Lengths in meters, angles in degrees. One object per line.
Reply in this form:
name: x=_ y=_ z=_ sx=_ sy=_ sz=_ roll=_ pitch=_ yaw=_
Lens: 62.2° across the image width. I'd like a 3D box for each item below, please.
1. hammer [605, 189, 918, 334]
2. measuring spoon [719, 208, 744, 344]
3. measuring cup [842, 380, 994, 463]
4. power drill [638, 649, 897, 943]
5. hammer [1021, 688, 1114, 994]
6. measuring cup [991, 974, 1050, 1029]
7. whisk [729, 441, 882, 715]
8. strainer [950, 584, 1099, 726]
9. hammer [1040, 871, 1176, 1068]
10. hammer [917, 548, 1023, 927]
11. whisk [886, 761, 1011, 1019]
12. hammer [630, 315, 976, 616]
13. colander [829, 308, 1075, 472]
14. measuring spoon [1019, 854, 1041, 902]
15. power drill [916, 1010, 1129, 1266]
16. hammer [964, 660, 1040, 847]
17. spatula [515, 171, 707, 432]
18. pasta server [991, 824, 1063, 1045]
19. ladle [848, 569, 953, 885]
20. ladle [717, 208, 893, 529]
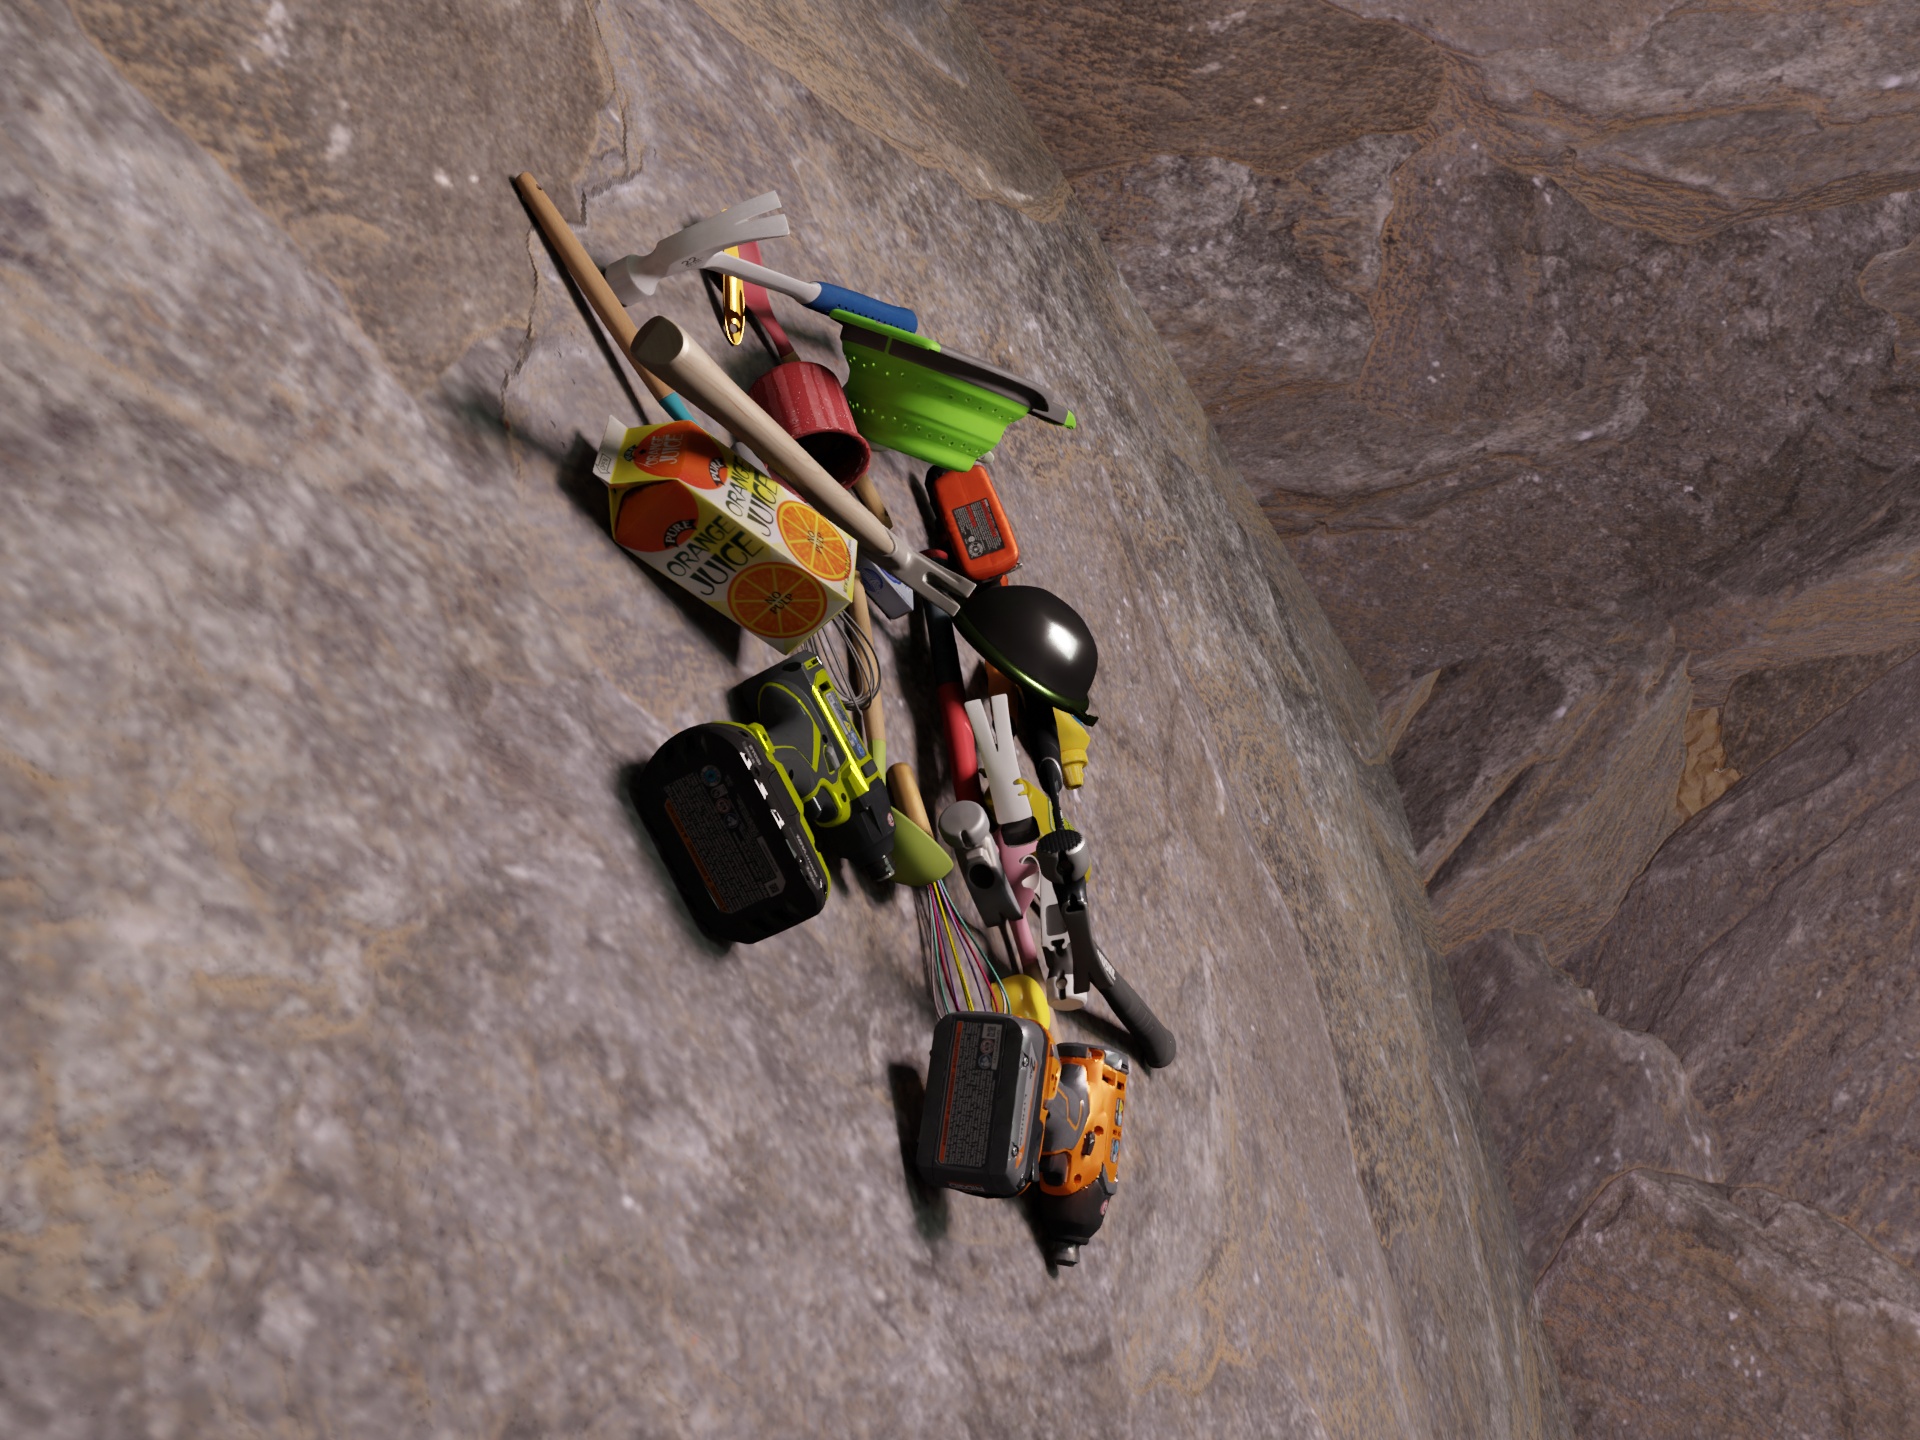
hammer: x=-0.129 y=-0.366 z=1.349 sx=0.405 sy=0.144 sz=0.035 roll=-13 pitch=85 yaw=-68
measuring spoon: x=-0.197 y=-0.377 z=1.356 sx=0.021 sy=0.011 sz=0.117 roll=-2 pitch=88 yaw=-42
measuring cup: x=-0.039 y=-0.270 z=1.506 sx=0.167 sy=0.083 sz=0.038 roll=22 pitch=46 yaw=-24
power drill: x=-0.111 y=0.054 z=1.051 sx=0.171 sy=0.080 sz=0.223 roll=63 pitch=18 yaw=-5
hammer: x=0.079 y=0.060 z=1.314 sx=0.409 sy=0.036 sz=0.149 roll=-94 pitch=171 yaw=-62
measuring cup: x=0.043 y=0.255 z=1.254 sx=0.062 sy=0.029 sz=0.157 roll=59 pitch=21 yaw=-16
whisk: x=-0.125 y=-0.112 z=1.238 sx=0.239 sy=0.055 sz=0.055 roll=63 pitch=21 yaw=7
strainer: x=0.027 y=-0.104 z=1.376 sx=0.256 sy=0.069 sz=0.152 roll=34 pitch=16 yaw=-19
hammer: x=0.136 y=0.234 z=1.415 sx=0.334 sy=0.035 sz=0.146 roll=53 pitch=29 yaw=-53
hammer: x=-0.002 y=-0.004 z=1.391 sx=0.143 sy=0.038 sz=0.387 roll=68 pitch=9 yaw=-46
whisk: x=-0.015 y=0.141 z=1.228 sx=0.047 sy=0.051 sz=0.245 roll=19 pitch=47 yaw=-54
hammer: x=-0.108 y=-0.174 z=1.125 sx=0.146 sy=0.038 sz=0.410 roll=35 pitch=0 yaw=21
colander: x=0.007 y=-0.273 z=1.447 sx=0.397 sy=0.205 sz=0.094 roll=1 pitch=111 yaw=-64
measuring spoon: x=0.076 y=0.170 z=1.450 sx=0.124 sy=0.018 sz=0.034 roll=59 pitch=41 yaw=-33
power drill: x=0.054 y=0.302 z=1.146 sx=0.226 sy=0.084 sz=0.164 roll=38 pitch=55 yaw=-56
hammer: x=0.036 y=-0.009 z=1.416 sx=0.337 sy=0.034 sz=0.127 roll=-88 pitch=164 yaw=-71
spatula: x=-0.237 y=-0.251 z=1.155 sx=0.317 sy=0.044 sz=0.082 roll=58 pitch=24 yaw=-7
pasta server: x=0.073 y=0.231 z=1.342 sx=0.040 sy=0.060 sz=0.316 roll=-8 pitch=72 yaw=-24
ladle: x=-0.058 y=-0.006 z=1.265 sx=0.078 sy=0.062 sz=0.321 roll=57 pitch=18 yaw=-49
ladle: x=-0.141 y=-0.307 z=1.430 sx=0.315 sy=0.031 sz=0.069 roll=60 pitch=36 yaw=-19
